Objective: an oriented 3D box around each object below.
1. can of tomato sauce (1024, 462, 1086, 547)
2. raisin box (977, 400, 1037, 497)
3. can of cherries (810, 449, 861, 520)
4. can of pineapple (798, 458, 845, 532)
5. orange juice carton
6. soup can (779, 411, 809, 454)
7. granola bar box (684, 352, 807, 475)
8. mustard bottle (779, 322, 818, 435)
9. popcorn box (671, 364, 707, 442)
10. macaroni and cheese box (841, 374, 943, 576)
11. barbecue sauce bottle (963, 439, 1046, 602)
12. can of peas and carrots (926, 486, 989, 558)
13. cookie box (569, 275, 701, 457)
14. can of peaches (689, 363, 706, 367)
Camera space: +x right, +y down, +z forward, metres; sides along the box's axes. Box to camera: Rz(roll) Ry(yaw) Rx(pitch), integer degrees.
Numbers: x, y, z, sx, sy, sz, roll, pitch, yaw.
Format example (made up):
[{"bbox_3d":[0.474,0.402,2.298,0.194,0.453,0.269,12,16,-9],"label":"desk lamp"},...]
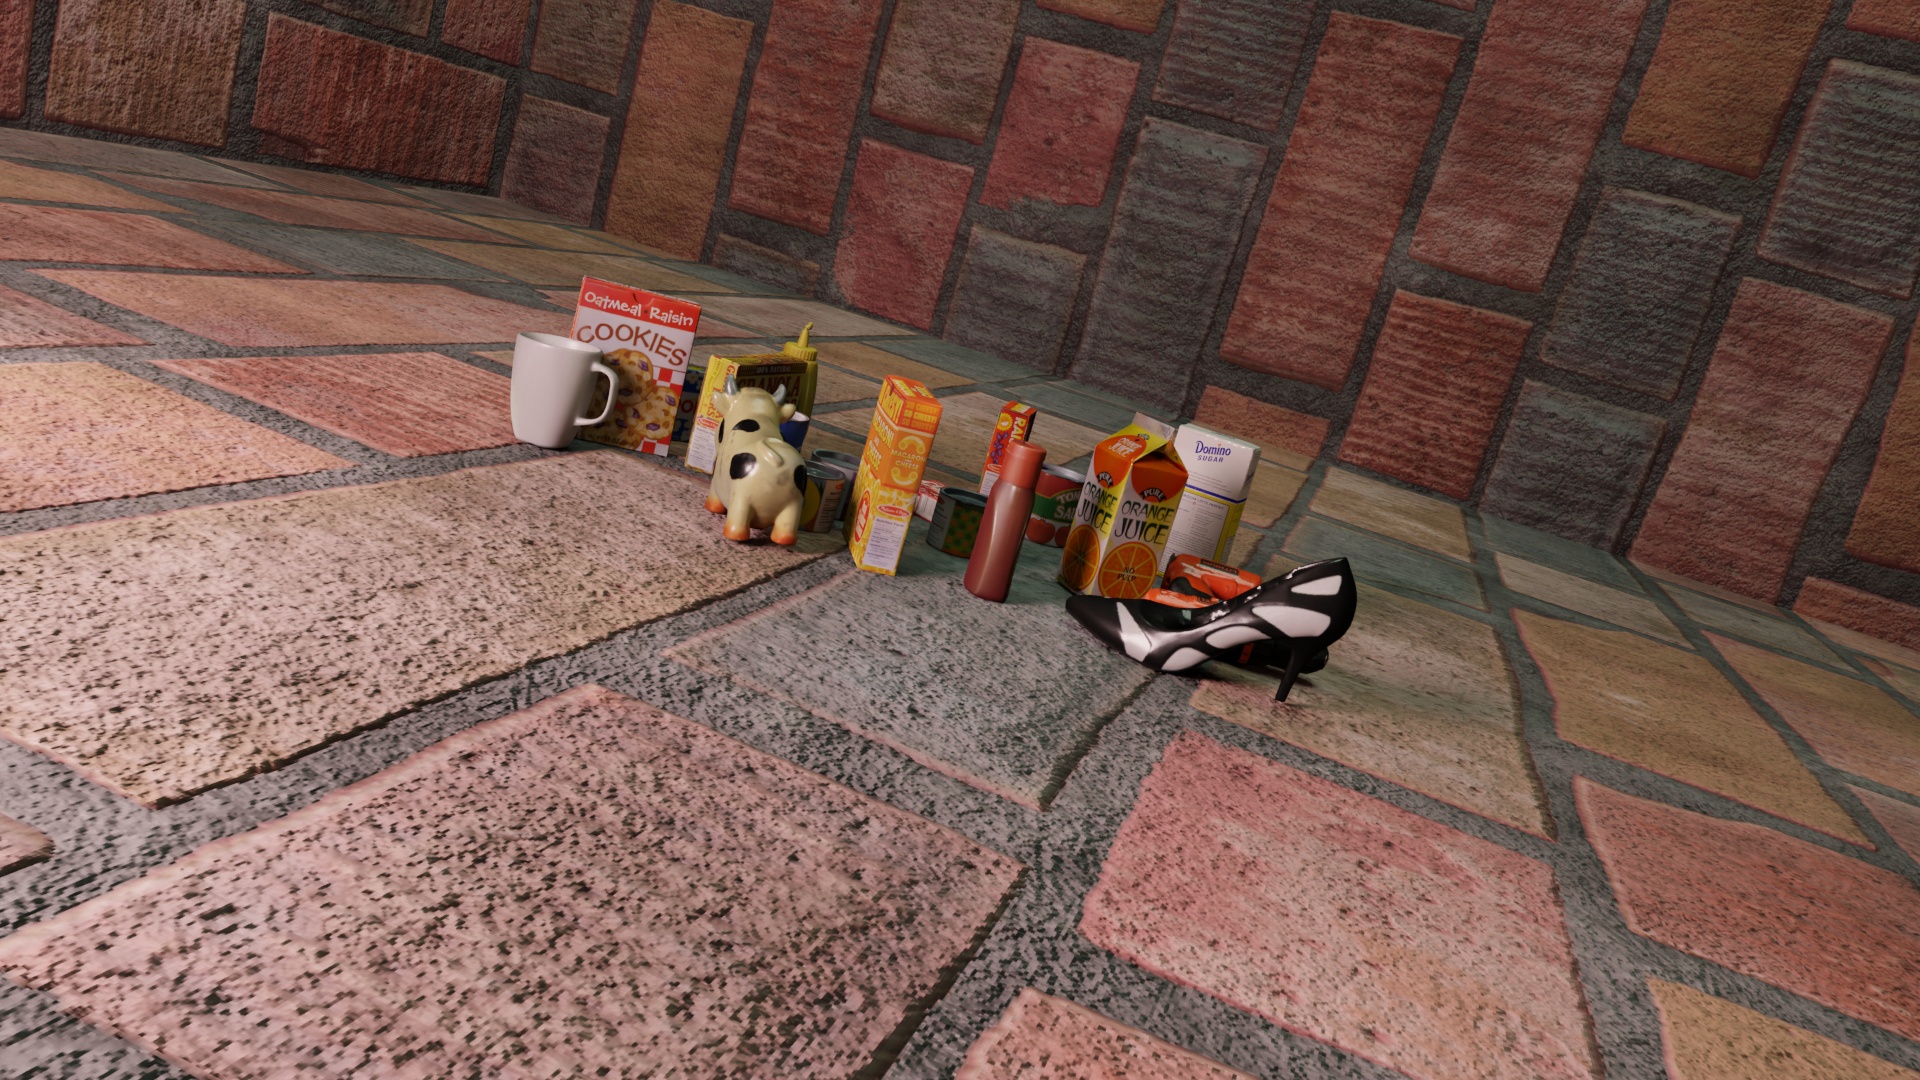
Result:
[{"bbox_3d":[0.106,-0.040,1.606,0.071,0.083,0.071,15,13,-4],"label":"can of tomato sauce"},{"bbox_3d":[0.057,-0.107,1.733,0.040,0.123,0.086,18,13,7],"label":"raisin box"},{"bbox_3d":[-0.129,-0.058,1.455,0.071,0.058,0.071,15,13,-4],"label":"can of cherries"},{"bbox_3d":[-0.154,-0.046,1.378,0.071,0.057,0.071,15,13,-4],"label":"can of pineapple"},{"bbox_3d":[0.168,-0.031,1.406,0.073,0.192,0.072,9,15,-28],"label":"orange juice carton"},{"bbox_3d":[-0.205,-0.098,1.473,0.071,0.083,0.071,15,13,-4],"label":"soup can"},{"bbox_3d":[-0.234,-0.142,1.529,0.039,0.124,0.166,20,14,16],"label":"granola bar box"},{"bbox_3d":[-0.204,-0.185,1.662,0.065,0.159,0.049,18,13,8],"label":"mustard bottle"},{"bbox_3d":[-0.296,-0.156,1.597,0.127,0.085,0.038,5,17,-39],"label":"popcorn box"},{"bbox_3d":[-0.068,-0.065,1.323,0.040,0.166,0.124,13,13,-16],"label":"macaroni and cheese box"},{"bbox_3d":[0.043,-0.020,1.309,0.044,0.148,0.065,14,13,-11],"label":"barbecue sauce bottle"},{"bbox_3d":[0.005,-0.018,1.451,0.071,0.058,0.071,15,13,-4],"label":"can of peas and carrots"},{"bbox_3d":[-0.352,-0.183,1.463,0.123,0.167,0.040,12,14,-20],"label":"cookie box"},{"bbox_3d":[-0.331,-0.186,1.736,0.071,0.058,0.071,15,13,-4],"label":"can of peaches"}]
